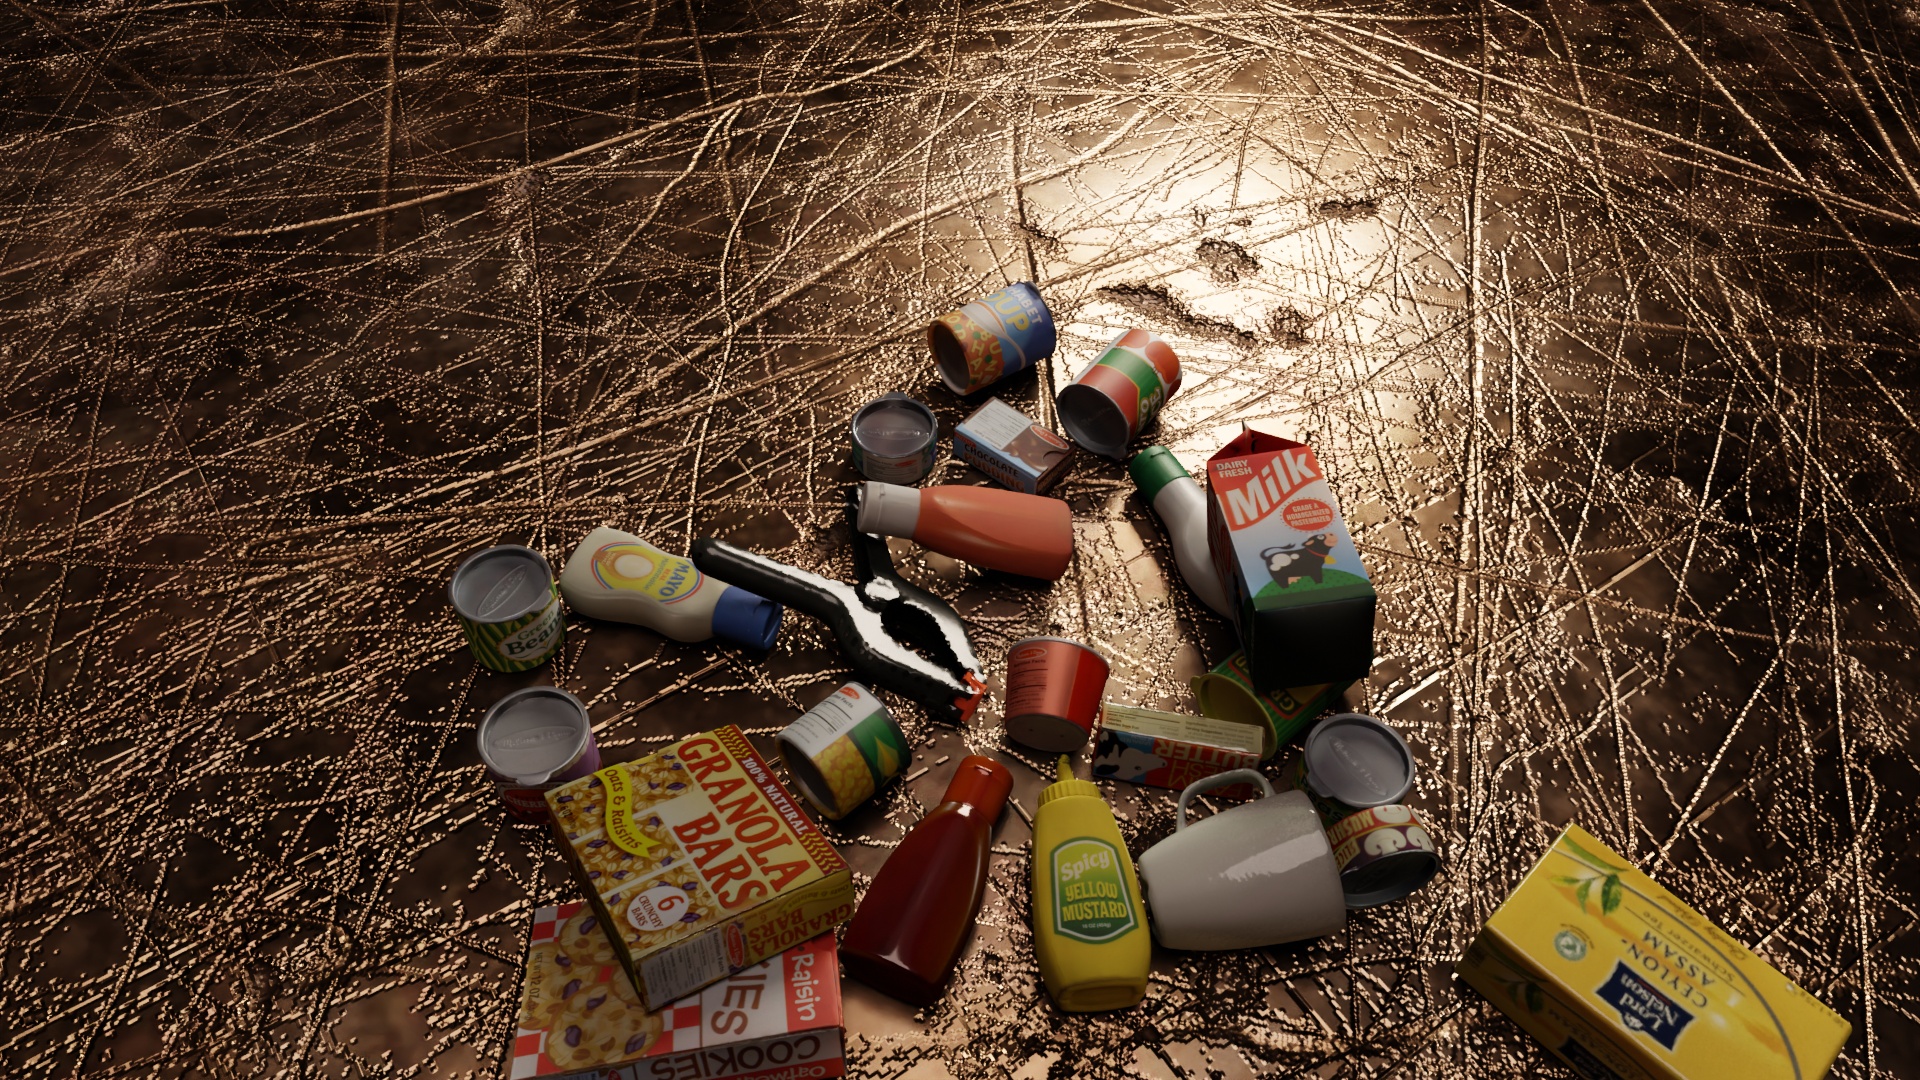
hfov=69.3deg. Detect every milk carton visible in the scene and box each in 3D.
[{"bbox_3d":[0.205,0.002,0.900,0.073,0.072,0.191,-8,39,2],"label":"milk carton"}]

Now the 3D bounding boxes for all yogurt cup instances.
[{"bbox_3d":[0.059,0.101,0.894,0.072,0.072,0.054,9,58,6],"label":"yogurt cup"}]

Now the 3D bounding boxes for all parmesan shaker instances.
[{"bbox_3d":[0.211,0.086,0.907,0.103,0.071,0.071,-34,58,-27],"label":"parmesan shaker"}]

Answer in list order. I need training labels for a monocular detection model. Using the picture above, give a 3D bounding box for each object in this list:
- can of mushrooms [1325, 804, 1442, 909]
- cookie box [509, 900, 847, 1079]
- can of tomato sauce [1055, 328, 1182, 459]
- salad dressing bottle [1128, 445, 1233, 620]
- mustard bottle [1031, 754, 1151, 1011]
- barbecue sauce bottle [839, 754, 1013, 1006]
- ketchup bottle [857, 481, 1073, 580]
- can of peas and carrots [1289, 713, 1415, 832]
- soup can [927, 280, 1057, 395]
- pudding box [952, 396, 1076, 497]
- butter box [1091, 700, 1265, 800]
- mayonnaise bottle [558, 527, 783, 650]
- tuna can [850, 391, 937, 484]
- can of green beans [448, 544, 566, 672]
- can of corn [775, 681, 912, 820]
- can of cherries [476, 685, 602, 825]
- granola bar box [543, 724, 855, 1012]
[{"bbox_3d":[0.244,0.187,0.820,0.071,0.070,0.033,-9,50,-9],"label":"can of mushrooms"},{"bbox_3d":[-0.149,0.243,0.754,0.168,0.040,0.123,-7,29,-7],"label":"cookie box"},{"bbox_3d":[0.126,-0.114,1.078,0.071,0.070,0.083,29,54,22],"label":"can of tomato sauce"},{"bbox_3d":[0.173,-0.009,1.004,0.064,0.043,0.148,-19,51,-16],"label":"salad dressing bottle"},{"bbox_3d":[0.070,0.194,0.822,0.065,0.048,0.161,-3,50,-6],"label":"mustard bottle"},{"bbox_3d":[-0.012,0.195,0.823,0.065,0.043,0.149,19,51,14],"label":"barbecue sauce bottle"},{"bbox_3d":[0.003,-0.012,0.979,0.149,0.043,0.065,10,42,-12],"label":"ketchup bottle"},{"bbox_3d":[0.238,0.151,0.857,0.071,0.058,0.071,0,50,0],"label":"can of peas and carrots"},{"bbox_3d":[0.025,-0.164,1.114,0.084,0.071,0.071,-27,55,-22],"label":"soup can"},{"bbox_3d":[0.040,-0.069,1.060,0.084,0.030,0.050,33,55,24],"label":"pudding box"},{"bbox_3d":[0.136,0.133,0.874,0.103,0.052,0.024,9,47,5],"label":"butter box"},{"bbox_3d":[-0.196,0.037,0.954,0.148,0.041,0.065,16,49,11],"label":"mayonnaise bottle"},{"bbox_3d":[-0.051,-0.078,1.063,0.071,0.032,0.071,1,49,-1],"label":"tuna can"},{"bbox_3d":[-0.303,0.046,0.933,0.071,0.057,0.071,1,49,-1],"label":"can of green beans"},{"bbox_3d":[-0.072,0.133,0.863,0.058,0.070,0.071,-35,58,-26],"label":"can of corn"},{"bbox_3d":[-0.259,0.135,0.858,0.071,0.058,0.072,1,49,-2],"label":"can of cherries"},{"bbox_3d":[-0.152,0.177,0.792,0.124,0.039,0.166,-18,31,-26],"label":"granola bar box"}]
